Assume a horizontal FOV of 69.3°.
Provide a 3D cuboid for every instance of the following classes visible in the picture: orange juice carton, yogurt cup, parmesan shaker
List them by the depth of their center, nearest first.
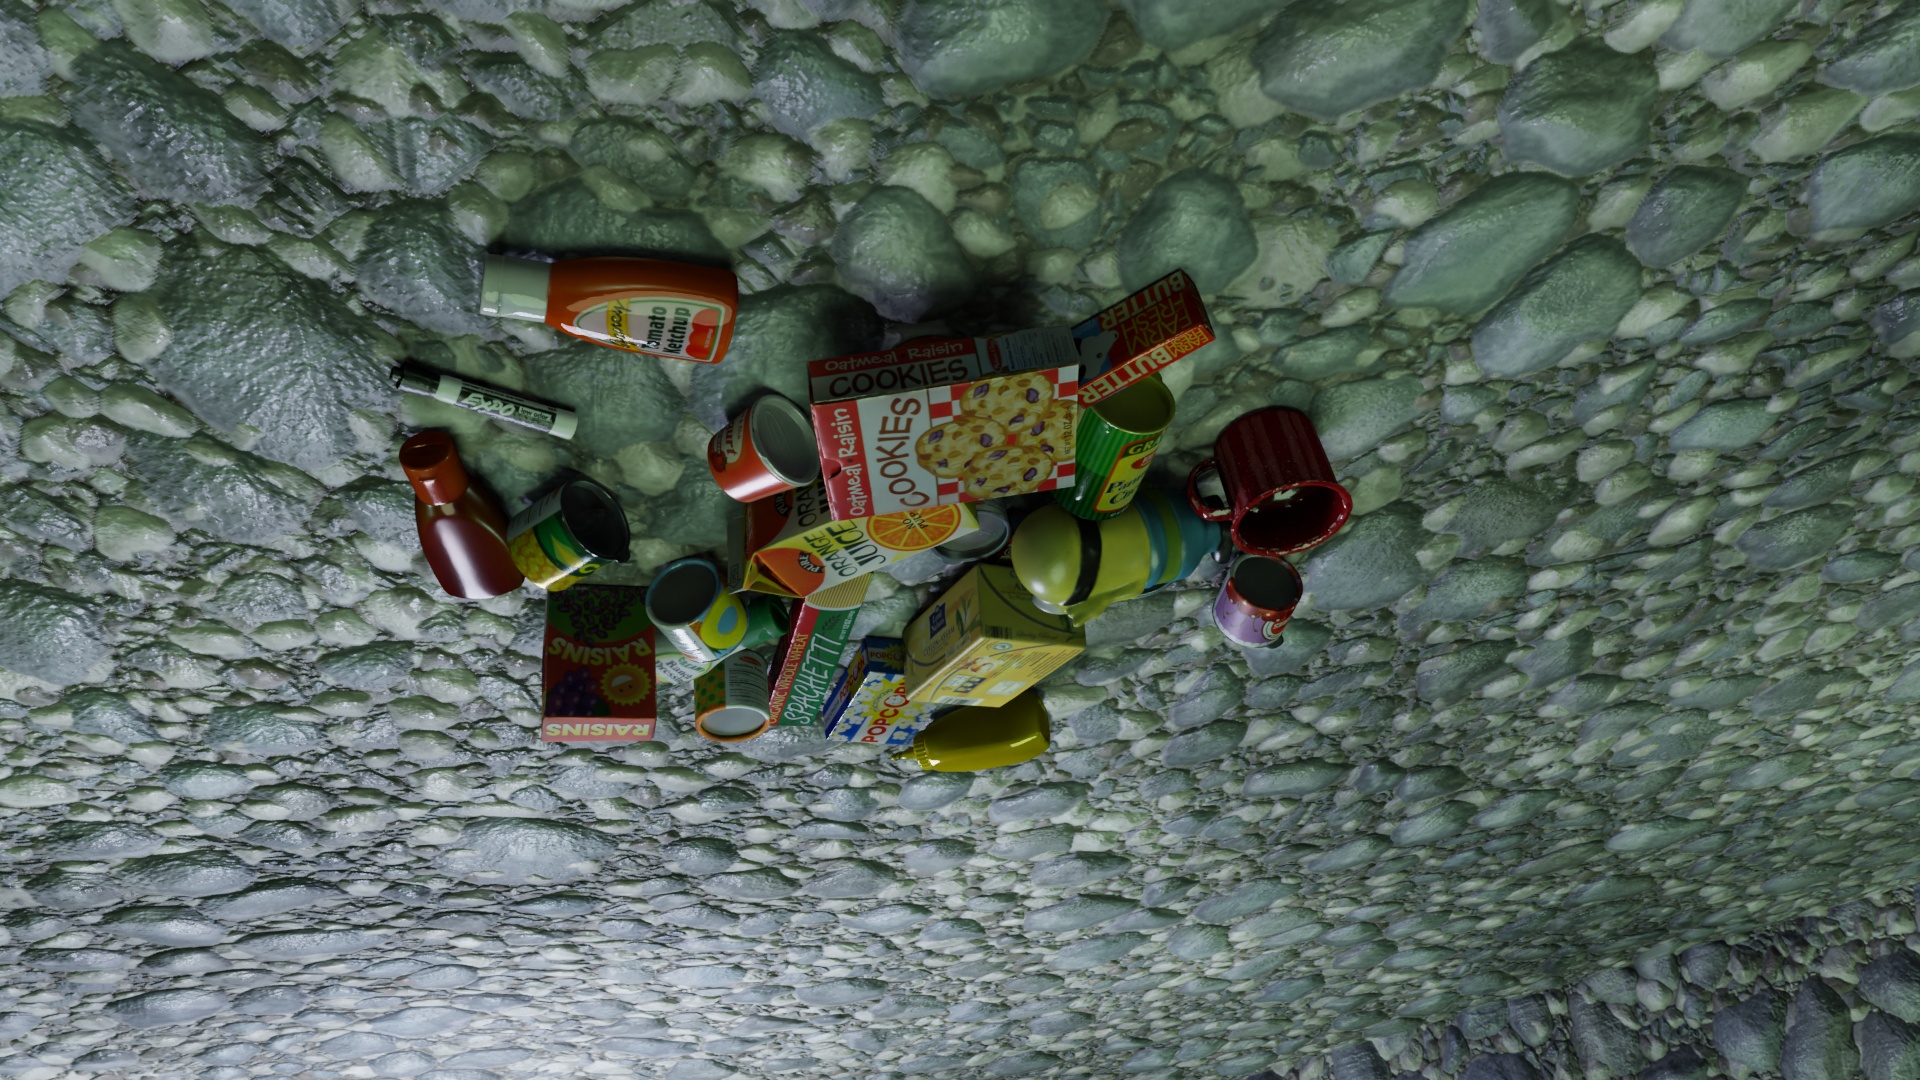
[{"bbox_3d":[-0.139,-0.061,0.968,0.054,0.073,0.072,-24,142,31],"label":"yogurt cup"},{"bbox_3d":[0.111,-0.071,1.017,0.071,0.071,0.102,1,143,-15],"label":"parmesan shaker"},{"bbox_3d":[-0.090,-0.020,1.027,0.192,0.072,0.072,-21,142,14],"label":"orange juice carton"}]

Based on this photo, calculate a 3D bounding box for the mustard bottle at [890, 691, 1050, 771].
[{"bbox_3d":[0.007,0.193,1.353,0.160,0.065,0.048,-16,139,17],"label":"mustard bottle"}]

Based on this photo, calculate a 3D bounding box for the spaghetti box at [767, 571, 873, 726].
[{"bbox_3d":[-0.128,0.088,1.202,0.050,0.029,0.248,4,141,-18],"label":"spaghetti box"}]

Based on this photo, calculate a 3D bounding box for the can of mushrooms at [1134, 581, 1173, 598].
[{"bbox_3d":[0.147,0.018,1.172,0.071,0.033,0.070,-7,145,-5],"label":"can of mushrooms"}]

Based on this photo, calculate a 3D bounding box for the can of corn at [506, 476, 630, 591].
[{"bbox_3d":[-0.282,-0.002,1.005,0.058,0.071,0.071,-28,141,23],"label":"can of corn"}]

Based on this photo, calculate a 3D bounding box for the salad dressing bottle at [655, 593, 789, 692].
[{"bbox_3d":[-0.216,0.085,1.161,0.147,0.044,0.064,-22,141,14],"label":"salad dressing bottle"}]

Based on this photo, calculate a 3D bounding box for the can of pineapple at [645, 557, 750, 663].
[{"bbox_3d":[-0.208,0.054,1.105,0.071,0.071,0.057,-16,143,8],"label":"can of pineapple"}]

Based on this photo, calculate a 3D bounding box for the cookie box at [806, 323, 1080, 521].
[{"bbox_3d":[-0.009,-0.073,0.901,0.167,0.040,0.122,-9,144,-3],"label":"cookie box"}]

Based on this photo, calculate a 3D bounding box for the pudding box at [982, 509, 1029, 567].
[{"bbox_3d":[0.064,0.006,1.137,0.084,0.030,0.049,12,138,-29],"label":"pudding box"}]

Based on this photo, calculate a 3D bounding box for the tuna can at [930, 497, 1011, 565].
[{"bbox_3d":[0.004,-0.014,1.093,0.071,0.033,0.070,-7,144,-5],"label":"tuna can"}]

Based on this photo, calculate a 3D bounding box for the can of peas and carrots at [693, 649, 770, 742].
[{"bbox_3d":[-0.203,0.139,1.225,0.071,0.059,0.070,-7,143,-5],"label":"can of peas and carrots"}]

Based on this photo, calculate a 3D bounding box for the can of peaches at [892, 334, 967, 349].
[{"bbox_3d":[-0.017,-0.099,0.951,0.071,0.058,0.071,-7,144,-5],"label":"can of peaches"}]

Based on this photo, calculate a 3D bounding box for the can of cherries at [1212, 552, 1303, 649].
[{"bbox_3d":[0.262,0.053,1.217,0.071,0.072,0.058,-2,142,-11],"label":"can of cherries"}]

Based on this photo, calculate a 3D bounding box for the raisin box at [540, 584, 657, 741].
[{"bbox_3d":[-0.284,0.096,1.091,0.086,0.124,0.039,3,141,-19],"label":"raisin box"}]

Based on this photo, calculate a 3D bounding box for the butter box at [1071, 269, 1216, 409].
[{"bbox_3d":[0.117,-0.136,0.939,0.103,0.053,0.024,-27,143,21],"label":"butter box"}]

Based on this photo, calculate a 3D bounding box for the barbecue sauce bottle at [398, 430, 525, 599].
[{"bbox_3d":[-0.358,-0.016,0.989,0.065,0.044,0.147,-7,143,-4],"label":"barbecue sauce bottle"}]

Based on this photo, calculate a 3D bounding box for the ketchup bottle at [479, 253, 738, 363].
[{"bbox_3d":[-0.214,-0.146,0.849,0.149,0.044,0.064,5,141,-20],"label":"ketchup bottle"}]

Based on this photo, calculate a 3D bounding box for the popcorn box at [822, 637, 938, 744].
[{"bbox_3d":[-0.067,0.141,1.280,0.085,0.038,0.126,8,140,-23],"label":"popcorn box"}]
